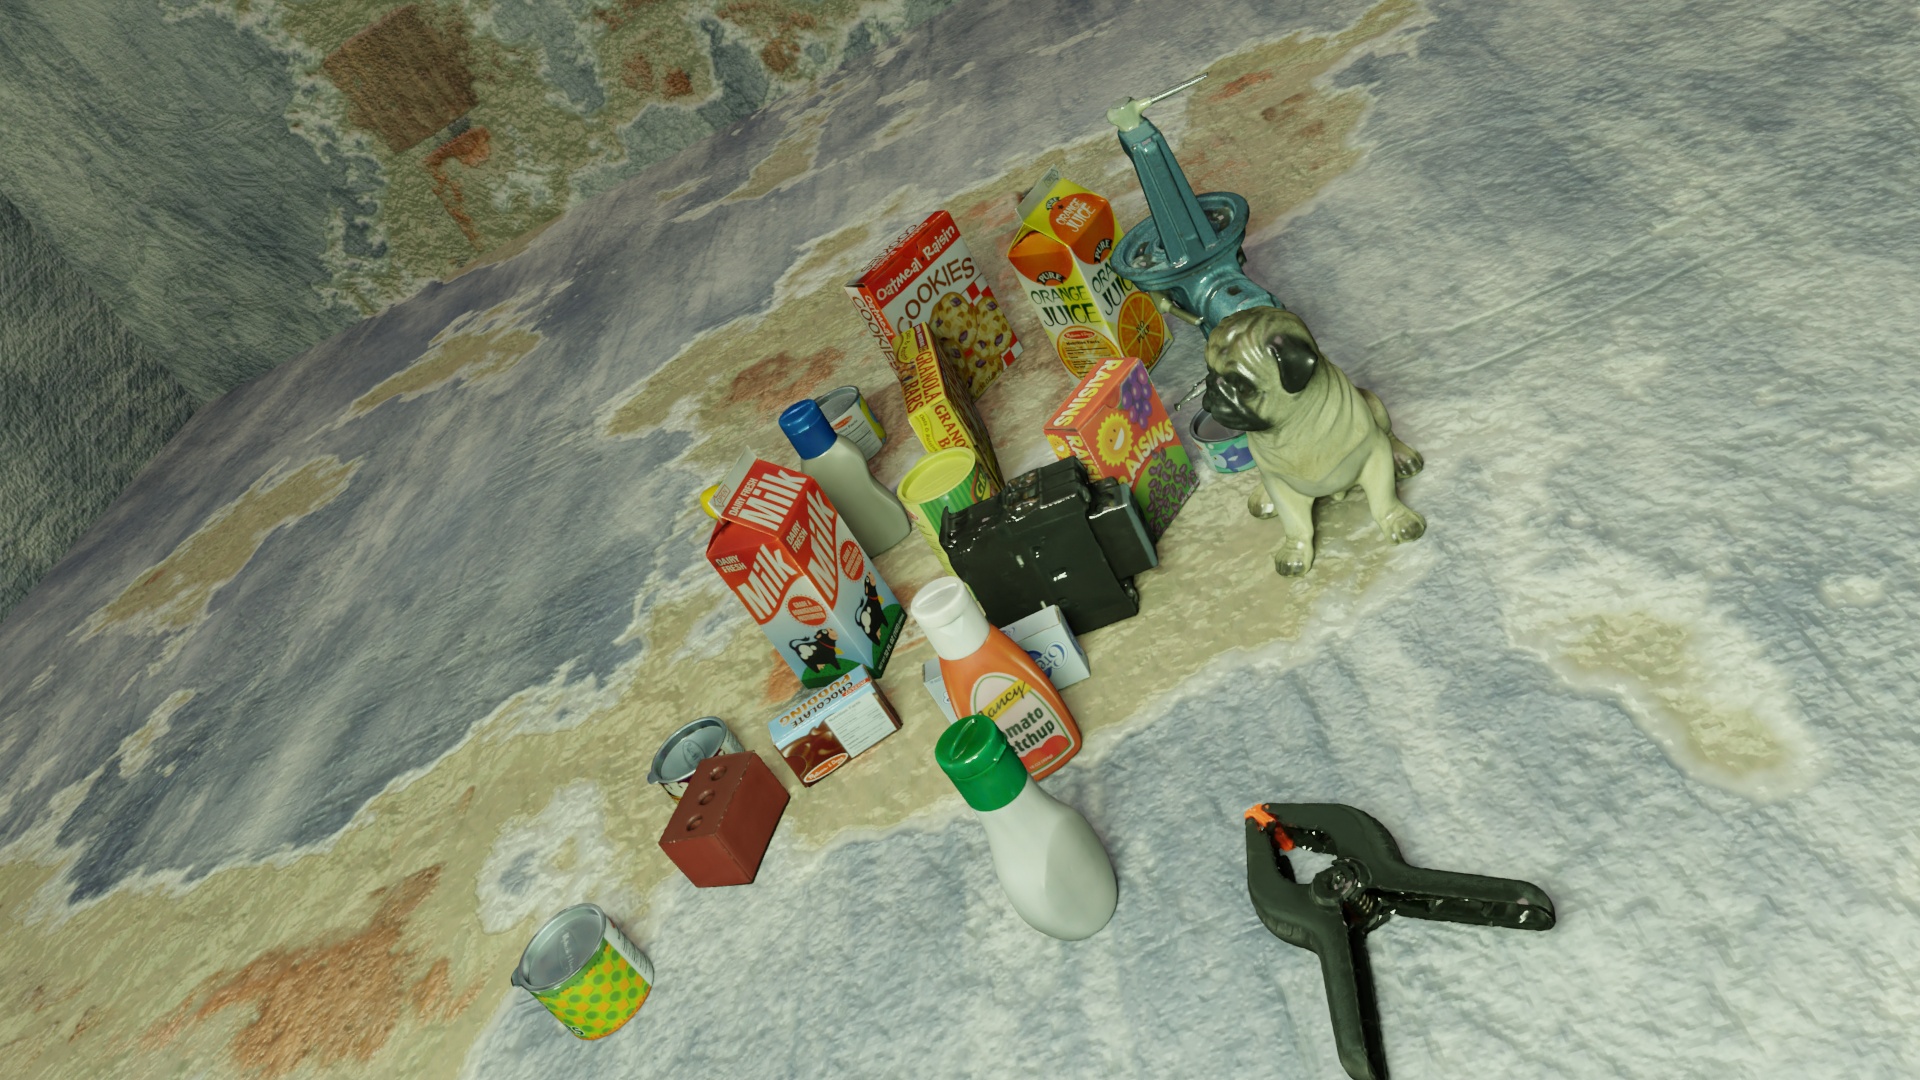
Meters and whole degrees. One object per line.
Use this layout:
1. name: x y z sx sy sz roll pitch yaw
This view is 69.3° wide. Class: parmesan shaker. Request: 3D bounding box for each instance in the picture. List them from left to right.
1. parmesan shaker: 0.004 -0.013 1.074 0.071 0.102 0.072 -23 31 15

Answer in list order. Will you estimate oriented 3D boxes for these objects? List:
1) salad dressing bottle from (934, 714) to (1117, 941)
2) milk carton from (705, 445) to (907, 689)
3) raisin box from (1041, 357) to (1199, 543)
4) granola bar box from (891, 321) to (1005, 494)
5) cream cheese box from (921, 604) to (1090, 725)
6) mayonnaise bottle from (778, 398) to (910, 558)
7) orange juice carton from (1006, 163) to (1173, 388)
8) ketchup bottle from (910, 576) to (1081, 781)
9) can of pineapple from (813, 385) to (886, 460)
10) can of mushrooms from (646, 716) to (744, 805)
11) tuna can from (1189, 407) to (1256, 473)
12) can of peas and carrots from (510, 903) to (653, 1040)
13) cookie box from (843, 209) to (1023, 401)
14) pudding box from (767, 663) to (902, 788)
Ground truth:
1. salad dressing bottle: 0.036 0.156 0.752 0.044 0.147 0.064 -3 40 40
2. milk carton: -0.124 0.021 1.052 0.073 0.190 0.073 -12 35 30
3. raisin box: 0.120 -0.061 1.020 0.040 0.123 0.086 6 47 47
4. granola bar box: -0.008 -0.102 1.194 0.039 0.123 0.166 -27 30 8
5. cream cheese box: 0.032 0.088 0.948 0.104 0.053 0.024 -25 31 11
6. mayonnaise bottle: -0.102 -0.053 1.181 0.065 0.147 0.041 -29 30 5
7. orange juice carton: 0.106 -0.226 1.207 0.073 0.192 0.072 2 44 44
8. ketchup bottle: 0.019 0.087 0.867 0.065 0.148 0.044 -31 30 2
9. can of pineapple: -0.115 -0.111 1.370 0.071 0.057 0.071 -23 31 15
10. can of mushrooms: -0.201 0.170 1.055 0.071 0.033 0.071 -23 31 15
11. tuna can: 0.214 -0.085 1.061 0.071 0.032 0.071 -23 31 15
12. can of peas and carrots: -0.245 0.283 0.904 0.071 0.058 0.071 -23 31 15
13. cookie box: -0.022 -0.211 1.324 0.040 0.167 0.123 9 49 48
14. pudding box: -0.090 0.133 0.996 0.084 0.049 0.030 -33 30 -3
